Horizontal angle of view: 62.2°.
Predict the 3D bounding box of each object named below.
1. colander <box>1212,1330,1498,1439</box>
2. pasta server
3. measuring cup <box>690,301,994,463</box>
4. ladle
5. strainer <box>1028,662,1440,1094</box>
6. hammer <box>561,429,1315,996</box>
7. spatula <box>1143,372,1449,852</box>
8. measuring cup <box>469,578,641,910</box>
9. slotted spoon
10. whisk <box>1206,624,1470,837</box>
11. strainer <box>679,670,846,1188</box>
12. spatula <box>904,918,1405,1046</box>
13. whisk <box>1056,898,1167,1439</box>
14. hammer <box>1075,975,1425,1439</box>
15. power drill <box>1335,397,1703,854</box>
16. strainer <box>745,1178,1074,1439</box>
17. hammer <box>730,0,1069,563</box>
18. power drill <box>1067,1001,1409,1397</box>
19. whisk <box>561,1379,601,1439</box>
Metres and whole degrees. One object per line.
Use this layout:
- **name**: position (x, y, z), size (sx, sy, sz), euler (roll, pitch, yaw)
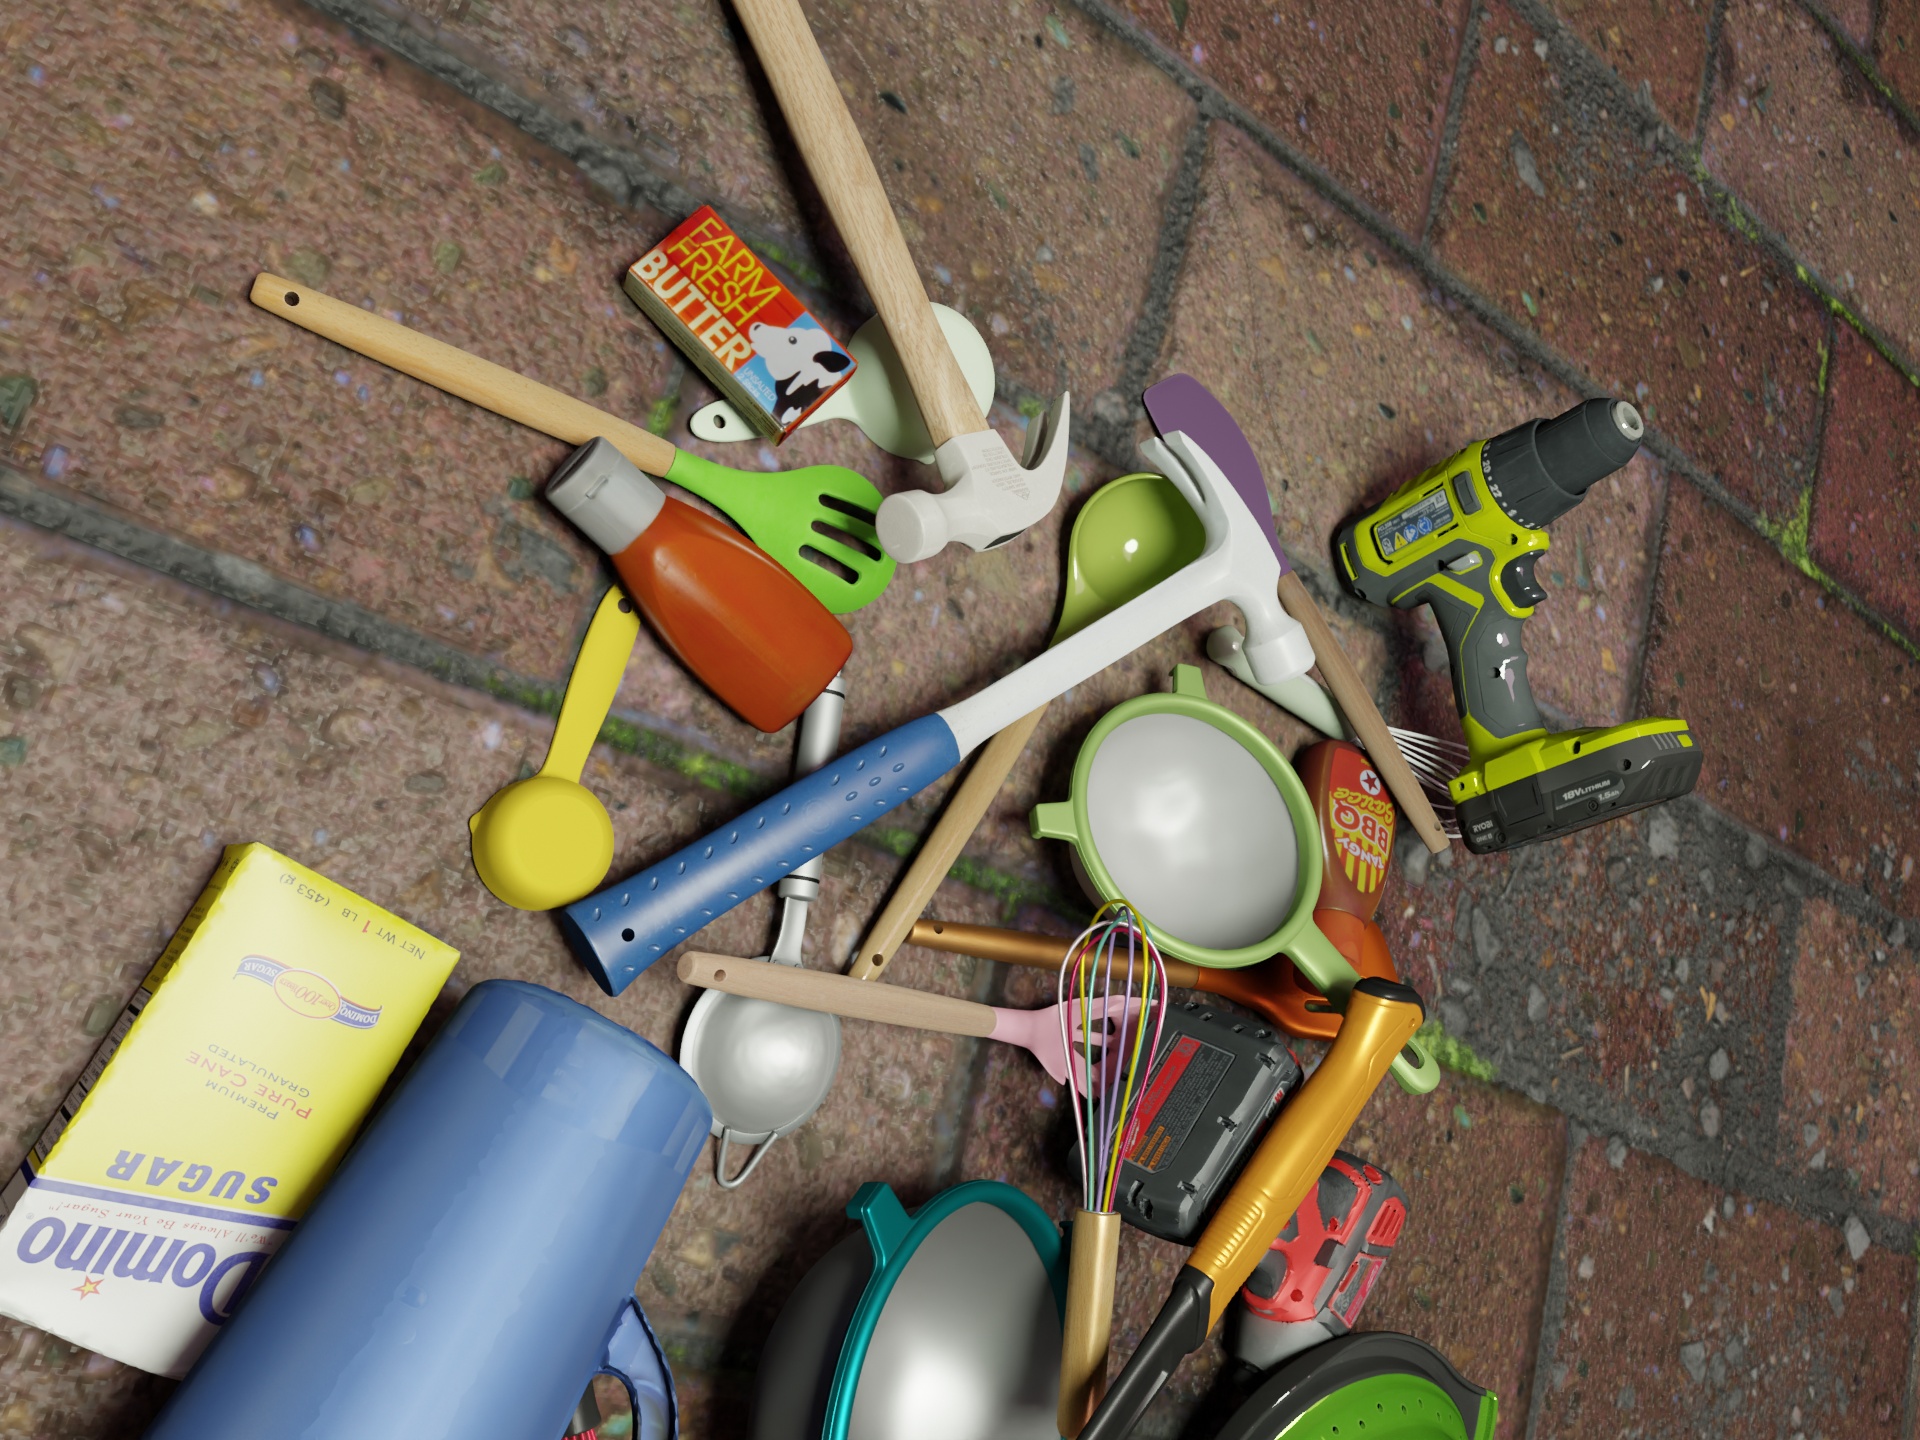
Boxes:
- **colander**: position (0.146, 0.433, 0.797), size (0.397, 0.095, 0.204), euler (4, 102, -28)
- **pasta server**: position (-0.001, 0.141, 0.751), size (0.316, 0.040, 0.060), euler (21, 84, -44)
- **measuring cup**: position (-0.052, -0.160, 0.775), size (0.167, 0.038, 0.083), euler (-20, 97, -36)
- **ladle**: position (0.035, 0.000, 0.808), size (0.078, 0.062, 0.320), euler (40, 65, -15)
- **strainer**: position (0.147, 0.104, 0.843), size (0.256, 0.069, 0.151), euler (48, 54, 0)
- **hammer**: position (-0.001, -0.002, 0.745), size (0.405, 0.035, 0.144), euler (-31, 101, -26)
- **spatula**: position (0.200, -0.062, 0.922), size (0.060, 0.018, 0.316), euler (-30, 90, -34)
- **measuring cup**: position (-0.162, 0.006, 0.688), size (0.062, 0.029, 0.157), euler (26, 71, -30)
- **slotted spoon**: position (-0.154, -0.123, 0.709), size (0.313, 0.031, 0.070), euler (21, 84, -30)
- **whisk**: position (0.242, 0.006, 0.961), size (0.246, 0.058, 0.059), euler (29, 100, -25)
- **strainer**: position (-0.076, 0.085, 0.736), size (0.086, 0.050, 0.258), euler (18, 72, -38)
- **spatula**: position (0.112, 0.131, 0.860), size (0.322, 0.041, 0.081), euler (13, 55, -31)
- **whisk**: position (0.065, 0.206, 0.744), size (0.051, 0.047, 0.245), euler (19, 74, -57)
- **hammer**: position (0.121, 0.254, 0.728), size (0.337, 0.034, 0.127), euler (-48, 128, -25)
- **power drill**: position (0.327, -0.054, 0.906), size (0.080, 0.190, 0.229), euler (-5, 73, -38)
- **strainer**: position (-0.039, 0.368, 0.679), size (0.210, 0.095, 0.340), euler (33, 60, -52)
- **hammer**: position (-0.043, -0.235, 0.752), size (0.130, 0.031, 0.331), euler (-19, 83, -43)
- **power drill**: position (0.154, 0.260, 0.837), size (0.143, 0.079, 0.219), euler (-53, 128, -20)
- **whisk**: position (-0.155, 0.308, 0.648), size (0.073, 0.073, 0.296), euler (-7, 84, -35)
